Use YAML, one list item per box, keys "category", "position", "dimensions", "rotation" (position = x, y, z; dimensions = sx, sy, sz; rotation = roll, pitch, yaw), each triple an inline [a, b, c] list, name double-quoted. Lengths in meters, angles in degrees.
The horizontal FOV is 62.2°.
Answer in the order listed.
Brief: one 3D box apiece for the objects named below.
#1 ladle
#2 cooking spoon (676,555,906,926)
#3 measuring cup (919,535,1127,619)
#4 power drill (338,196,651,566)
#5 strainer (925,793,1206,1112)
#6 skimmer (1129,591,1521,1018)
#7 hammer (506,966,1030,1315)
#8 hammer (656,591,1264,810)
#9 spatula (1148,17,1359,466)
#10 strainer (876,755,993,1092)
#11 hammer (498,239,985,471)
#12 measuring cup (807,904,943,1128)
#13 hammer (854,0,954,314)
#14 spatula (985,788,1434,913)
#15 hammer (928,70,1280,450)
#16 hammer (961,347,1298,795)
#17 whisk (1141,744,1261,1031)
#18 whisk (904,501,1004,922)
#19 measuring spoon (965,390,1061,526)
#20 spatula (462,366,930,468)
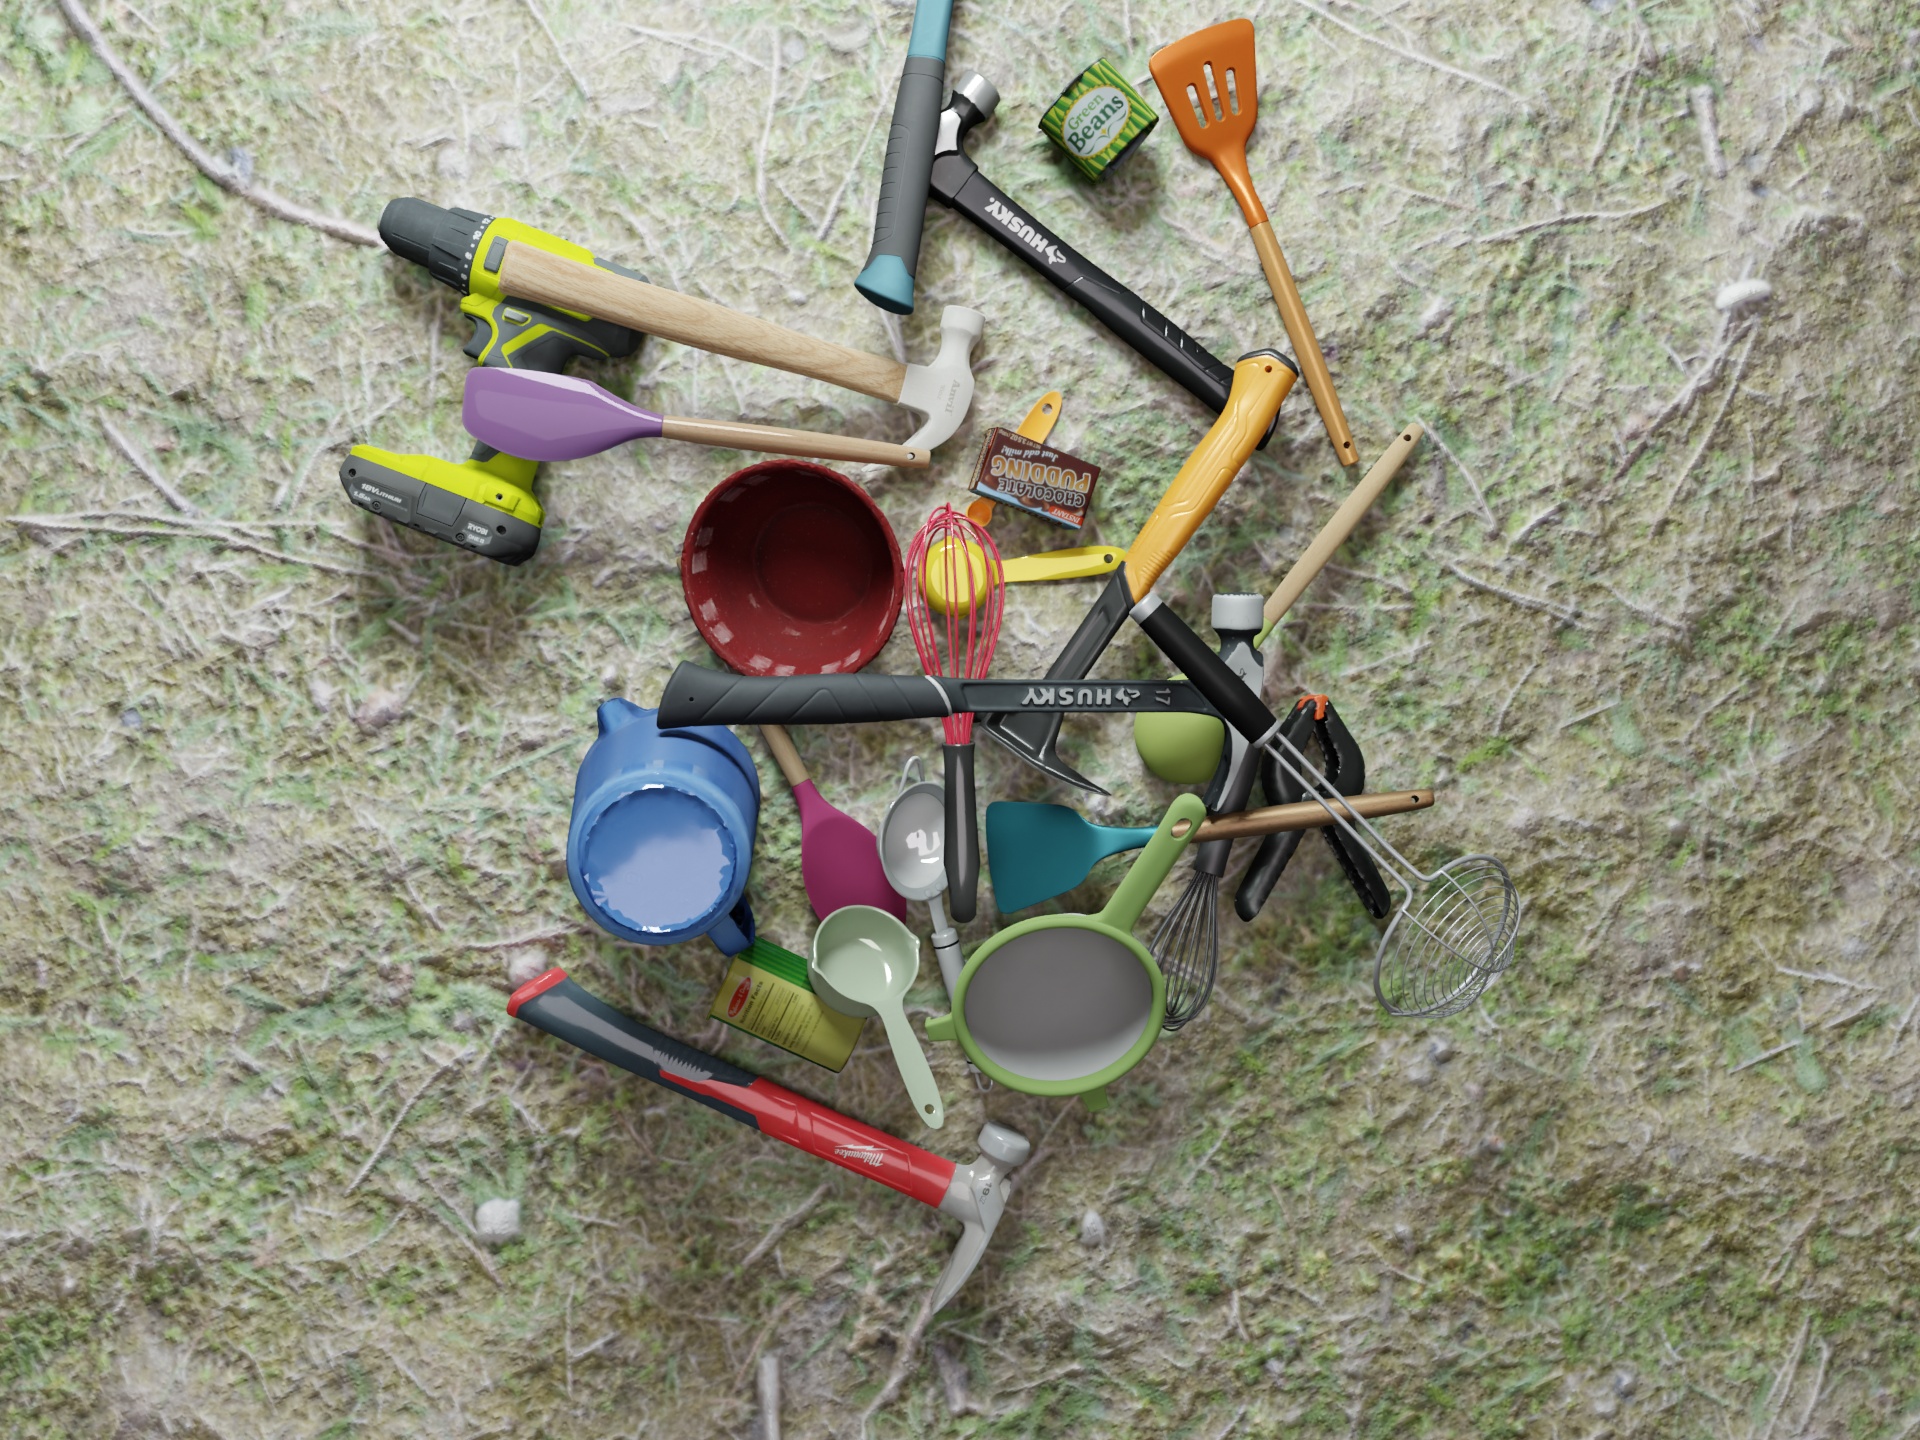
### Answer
- category: "ladle"
  position: [0.238, -0.088, 1.160]
  dimensions: [0.078, 0.062, 0.320]
  rotation: [36, 82, 20]
- category: "cooking spoon"
  position: [-0.128, 0.022, 1.155]
  dimensions: [0.069, 0.017, 0.319]
  rotation: [-28, 93, -15]
- category: "measuring cup"
  position: [0.046, -0.110, 1.152]
  dimensions: [0.156, 0.029, 0.062]
  rotation: [-7, 92, -2]
- category: "power drill"
  position: [-0.341, -0.240, 1.110]
  dimensions: [0.190, 0.080, 0.228]
  rotation: [21, 88, -4]
- category: "strainer"
  position: [0.093, 0.147, 1.121]
  dimensions: [0.151, 0.069, 0.256]
  rotation: [26, 109, -14]
- category: "skimmer"
  position: [0.240, 0.055, 1.077]
  dimensions: [0.127, 0.090, 0.363]
  rotation: [-44, 92, -6]
- category: "hammer"
  position: [-0.152, 0.292, 1.154]
  dimensions: [0.386, 0.038, 0.143]
  rotation: [25, 92, -3]
- category: "hammer"
  position: [0.005, -0.011, 1.059]
  dimensions: [0.409, 0.036, 0.149]
  rotation: [-1, 96, -10]
- category: "spatula"
  position: [0.226, -0.336, 1.147]
  dimensions: [0.081, 0.041, 0.322]
  rotation: [-22, 94, -2]
- category: "strainer"
  position: [-0.016, 0.151, 1.154]
  dimensions: [0.087, 0.050, 0.258]
  rotation: [-23, 101, -45]
- category: "hammer"
  position: [-0.149, -0.262, 1.098]
  dimensions: [0.331, 0.031, 0.130]
  rotation: [13, 92, -18]
- category: "measuring cup"
  position: [-0.053, 0.208, 1.093]
  dimensions: [0.083, 0.038, 0.168]
  rotation: [-11, 62, -29]
- category: "hammer"
  position: [-0.028, -0.444, 1.107]
  dimensions: [0.128, 0.033, 0.331]
  rotation: [8, 84, 7]
- category: "spatula"
  position: [0.175, 0.077, 1.134]
  dimensions: [0.317, 0.044, 0.082]
  rotation: [-8, 79, 4]
- category: "hammer"
  position: [0.093, -0.306, 1.145]
  dimensions: [0.334, 0.035, 0.146]
  rotation: [37, 89, -3]
- category: "hammer"
  position: [0.139, -0.110, 1.123]
  dimensions: [0.127, 0.034, 0.337]
  rotation: [35, 95, 18]
- category: "whisk"
  position: [0.180, 0.110, 1.160]
  dimensions: [0.055, 0.055, 0.239]
  rotation: [17, 86, -3]
- category: "whisk"
  position: [-0.002, -0.004, 1.110]
  dimensions: [0.073, 0.073, 0.296]
  rotation: [-2, 97, -2]
- category: "measuring spoon"
  position: [0.039, -0.191, 1.160]
  dimensions: [0.021, 0.011, 0.117]
  rotation: [34, 87, -14]
- category: "spatula"
  position: [-0.177, -0.195, 1.085]
  dimensions: [0.316, 0.018, 0.060]
  rotation: [5, 95, -8]
